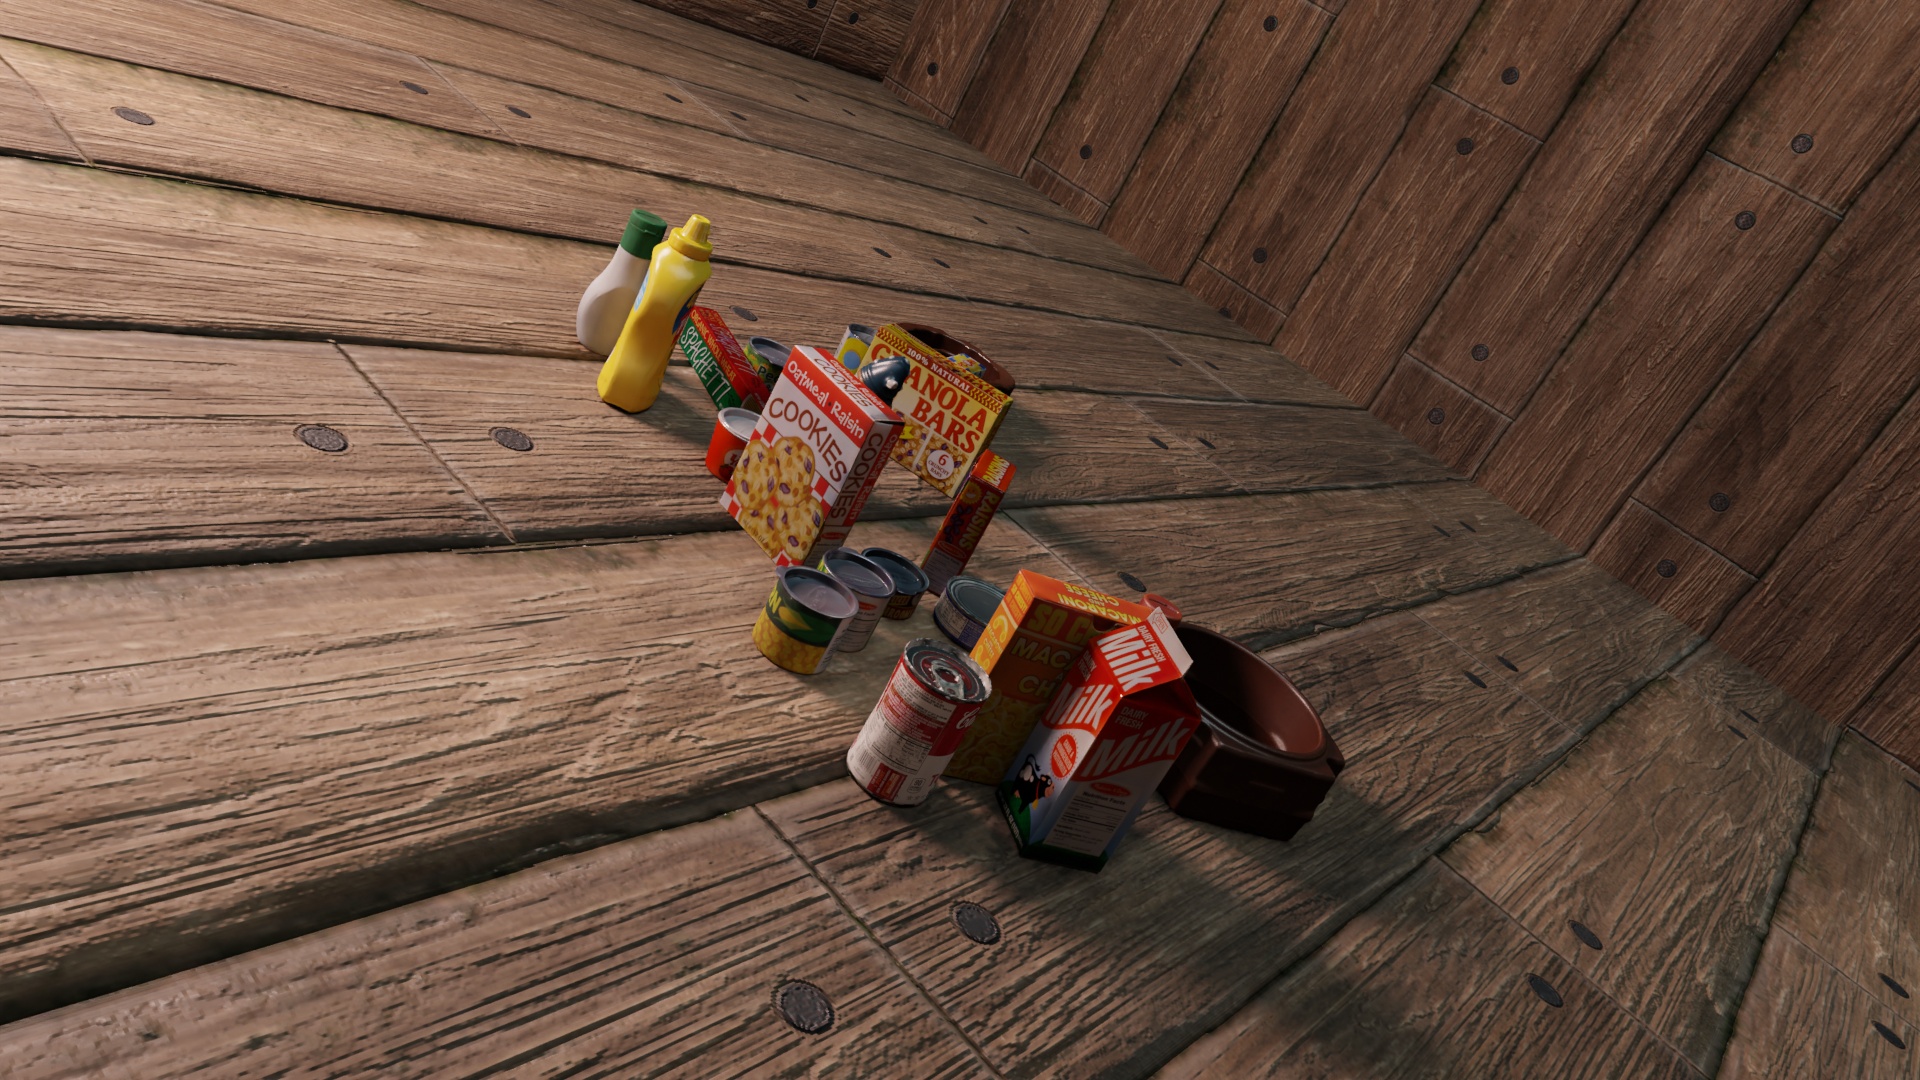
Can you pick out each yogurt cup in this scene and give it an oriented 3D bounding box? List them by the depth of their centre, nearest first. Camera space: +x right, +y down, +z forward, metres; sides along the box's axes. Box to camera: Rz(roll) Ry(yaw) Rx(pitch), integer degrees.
[{"bbox_3d":[-0.204,-0.085,1.302,0.072,0.053,0.073,25,22,-11],"label":"yogurt cup"}]

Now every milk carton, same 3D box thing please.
[{"bbox_3d":[0.107,0.142,1.005,0.073,0.189,0.072,18,24,-26],"label":"milk carton"}]

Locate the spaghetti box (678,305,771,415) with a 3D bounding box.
[{"bbox_3d":[-0.239,-0.168,1.442,0.029,0.050,0.251,12,28,-37],"label":"spaghetti box"}]

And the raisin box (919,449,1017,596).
[{"bbox_3d":[0.005,-0.016,1.312,0.040,0.123,0.086,29,22,0],"label":"raisin box"}]

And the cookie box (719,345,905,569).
[{"bbox_3d":[-0.130,-0.066,1.199,0.040,0.166,0.123,2,34,-49],"label":"cookie box"}]

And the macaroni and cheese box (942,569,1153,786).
[{"bbox_3d":[0.062,0.113,1.045,0.124,0.165,0.040,17,25,-28],"label":"macaroni and cheese box"}]

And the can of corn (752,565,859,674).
[{"bbox_3d":[-0.123,0.061,1.079,0.071,0.058,0.071,25,22,-11],"label":"can of corn"}]

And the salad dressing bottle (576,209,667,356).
[{"bbox_3d":[-0.337,-0.258,1.390,0.064,0.147,0.044,15,26,-32],"label":"salad dressing bottle"}]

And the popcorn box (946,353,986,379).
[{"bbox_3d":[-0.024,-0.175,1.670,0.038,0.085,0.127,34,22,11],"label":"popcorn box"}]

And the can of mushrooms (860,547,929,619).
[{"bbox_3d":[-0.064,0.039,1.229,0.071,0.033,0.071,25,22,-11],"label":"can of mushrooms"}]

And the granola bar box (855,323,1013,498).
[{"bbox_3d":[-0.041,-0.144,1.530,0.166,0.123,0.039,34,22,12],"label":"granola bar box"}]

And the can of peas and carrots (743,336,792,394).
[{"bbox_3d":[-0.207,-0.176,1.488,0.071,0.058,0.071,25,22,-11],"label":"can of peas and carrots"}]

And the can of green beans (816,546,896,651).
[{"bbox_3d":[-0.094,0.049,1.139,0.071,0.057,0.071,25,22,-11],"label":"can of green beans"}]

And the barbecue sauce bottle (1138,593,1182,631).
[{"bbox_3d":[0.131,0.113,1.151,0.065,0.148,0.044,24,22,-12],"label":"barbecue sauce bottle"}]

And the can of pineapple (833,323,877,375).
[{"bbox_3d":[-0.118,-0.223,1.698,0.071,0.057,0.071,25,22,-11],"label":"can of pineapple"}]
